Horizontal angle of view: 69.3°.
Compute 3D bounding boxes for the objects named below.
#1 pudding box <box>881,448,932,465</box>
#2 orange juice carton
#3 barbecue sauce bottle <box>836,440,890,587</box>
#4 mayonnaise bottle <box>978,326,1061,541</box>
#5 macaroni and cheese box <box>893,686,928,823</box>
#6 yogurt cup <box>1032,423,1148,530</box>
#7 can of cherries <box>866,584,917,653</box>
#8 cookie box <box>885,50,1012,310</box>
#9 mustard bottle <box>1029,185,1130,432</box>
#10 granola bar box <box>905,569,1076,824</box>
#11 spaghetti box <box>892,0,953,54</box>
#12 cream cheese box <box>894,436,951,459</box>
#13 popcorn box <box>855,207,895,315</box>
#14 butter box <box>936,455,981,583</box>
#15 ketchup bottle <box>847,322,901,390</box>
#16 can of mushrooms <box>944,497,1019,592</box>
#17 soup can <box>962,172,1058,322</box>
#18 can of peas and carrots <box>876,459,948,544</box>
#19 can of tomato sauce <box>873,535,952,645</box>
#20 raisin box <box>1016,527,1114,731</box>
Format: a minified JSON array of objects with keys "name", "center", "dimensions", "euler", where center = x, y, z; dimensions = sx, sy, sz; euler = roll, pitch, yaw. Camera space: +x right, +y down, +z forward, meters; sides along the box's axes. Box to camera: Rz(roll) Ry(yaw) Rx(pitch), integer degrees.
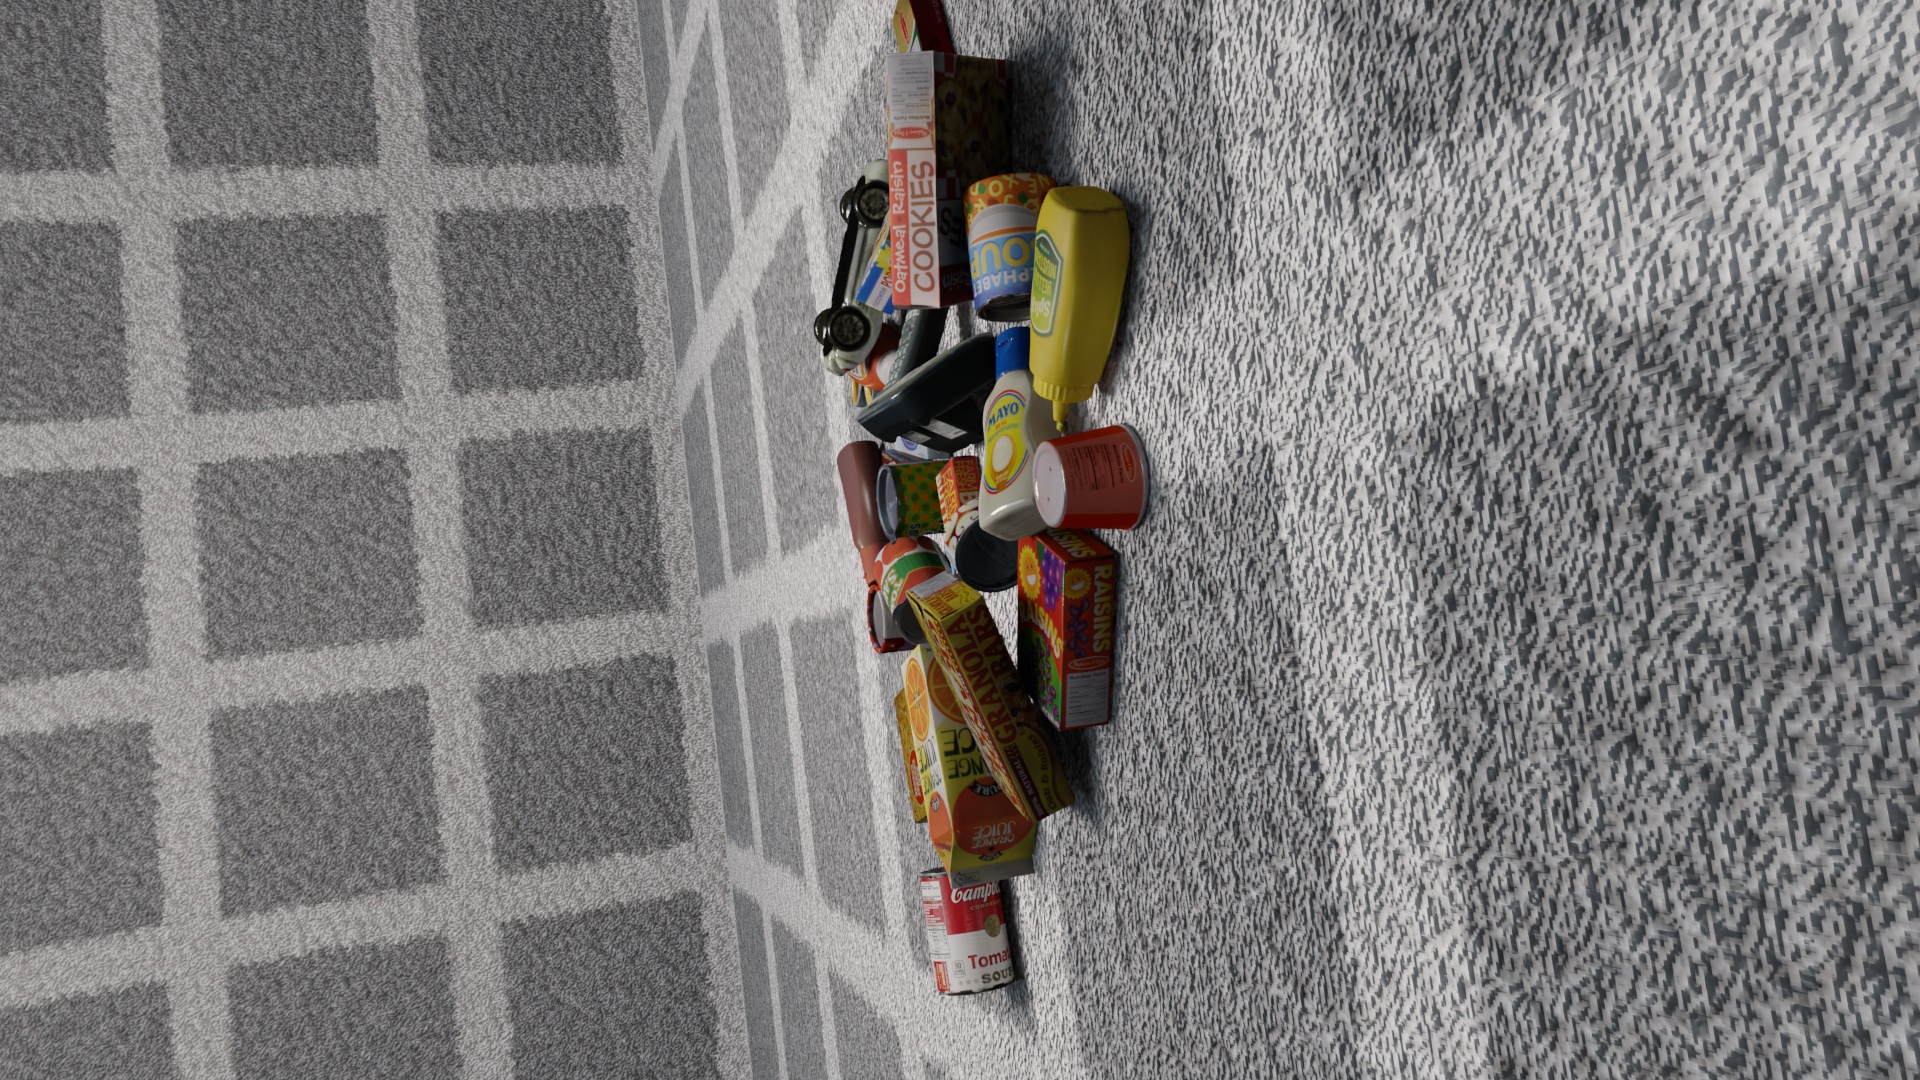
[{"name":"pudding box","center":[-0.048,-0.055,1.298],"dimensions":[0.084,0.030,0.049],"euler":[-144,50,-67]},{"name":"orange juice carton","center":[0.009,0.179,1.122],"dimensions":[0.072,0.072,0.193],"euler":[125,137,-64]},{"name":"barbecue sauce bottle","center":[-0.093,-0.025,1.424],"dimensions":[0.064,0.044,0.149],"euler":[122,139,-62]},{"name":"mayonnaise bottle","center":[0.042,-0.076,0.947],"dimensions":[0.064,0.041,0.149],"euler":[-28,51,42]},{"name":"macaroni and cheese box","center":[-0.016,0.178,1.250],"dimensions":[0.165,0.040,0.124],"euler":[125,136,-65]},{"name":"yogurt cup","center":[0.079,-0.037,0.867],"dimensions":[0.072,0.054,0.072],"euler":[175,89,-72]},{"name":"can of cherries","center":[-0.053,0.072,1.304],"dimensions":[0.071,0.058,0.071],"euler":[176,89,-72]},{"name":"cookie box","center":[-0.005,-0.251,0.972],"dimensions":[0.123,0.040,0.167],"euler":[-28,-59,-60]},{"name":"mustard bottle","center":[0.070,-0.138,0.873],"dimensions":[0.065,0.049,0.159],"euler":[-121,31,-56]},{"name":"granola bar box","center":[0.019,0.111,1.011],"dimensions":[0.165,0.039,0.124],"euler":[65,172,-12]},{"name":"spaghetti box","center":[-0.015,-0.339,1.112],"dimensions":[0.050,0.029,0.251],"euler":[121,140,-61]},{"name":"cream cheese box","center":[-0.035,-0.104,1.254],"dimensions":[0.104,0.024,0.053],"euler":[-157,64,-70]},{"name":"popcorn box","center":[-0.048,-0.255,1.172],"dimensions":[0.126,0.038,0.085],"euler":[140,151,-69]},{"name":"butter box","center":[0.004,-0.014,1.156],"dimensions":[0.053,0.024,0.103],"euler":[136,127,-68]},{"name":"ketchup bottle","center":[-0.071,-0.170,1.314],"dimensions":[0.149,0.043,0.064],"euler":[-139,54,-64]},{"name":"can of mushrooms","center":[0.024,0.001,1.035],"dimensions":[0.033,0.071,0.070],"euler":[-130,39,-62]},{"name":"soup can","center":[0.037,-0.195,0.927],"dimensions":[0.071,0.071,0.084],"euler":[157,107,-71]},{"name":"can of peas and carrots","center":[-0.037,-0.034,1.222],"dimensions":[0.071,0.059,0.071],"euler":[175,89,-72]},{"name":"can of tomato sauce","center":[-0.037,0.043,1.226],"dimensions":[0.083,0.071,0.070],"euler":[-120,30,-53]},{"name":"raisin box","center":[0.071,0.055,0.946],"dimensions":[0.086,0.040,0.123],"euler":[-134,40,-64]}]
